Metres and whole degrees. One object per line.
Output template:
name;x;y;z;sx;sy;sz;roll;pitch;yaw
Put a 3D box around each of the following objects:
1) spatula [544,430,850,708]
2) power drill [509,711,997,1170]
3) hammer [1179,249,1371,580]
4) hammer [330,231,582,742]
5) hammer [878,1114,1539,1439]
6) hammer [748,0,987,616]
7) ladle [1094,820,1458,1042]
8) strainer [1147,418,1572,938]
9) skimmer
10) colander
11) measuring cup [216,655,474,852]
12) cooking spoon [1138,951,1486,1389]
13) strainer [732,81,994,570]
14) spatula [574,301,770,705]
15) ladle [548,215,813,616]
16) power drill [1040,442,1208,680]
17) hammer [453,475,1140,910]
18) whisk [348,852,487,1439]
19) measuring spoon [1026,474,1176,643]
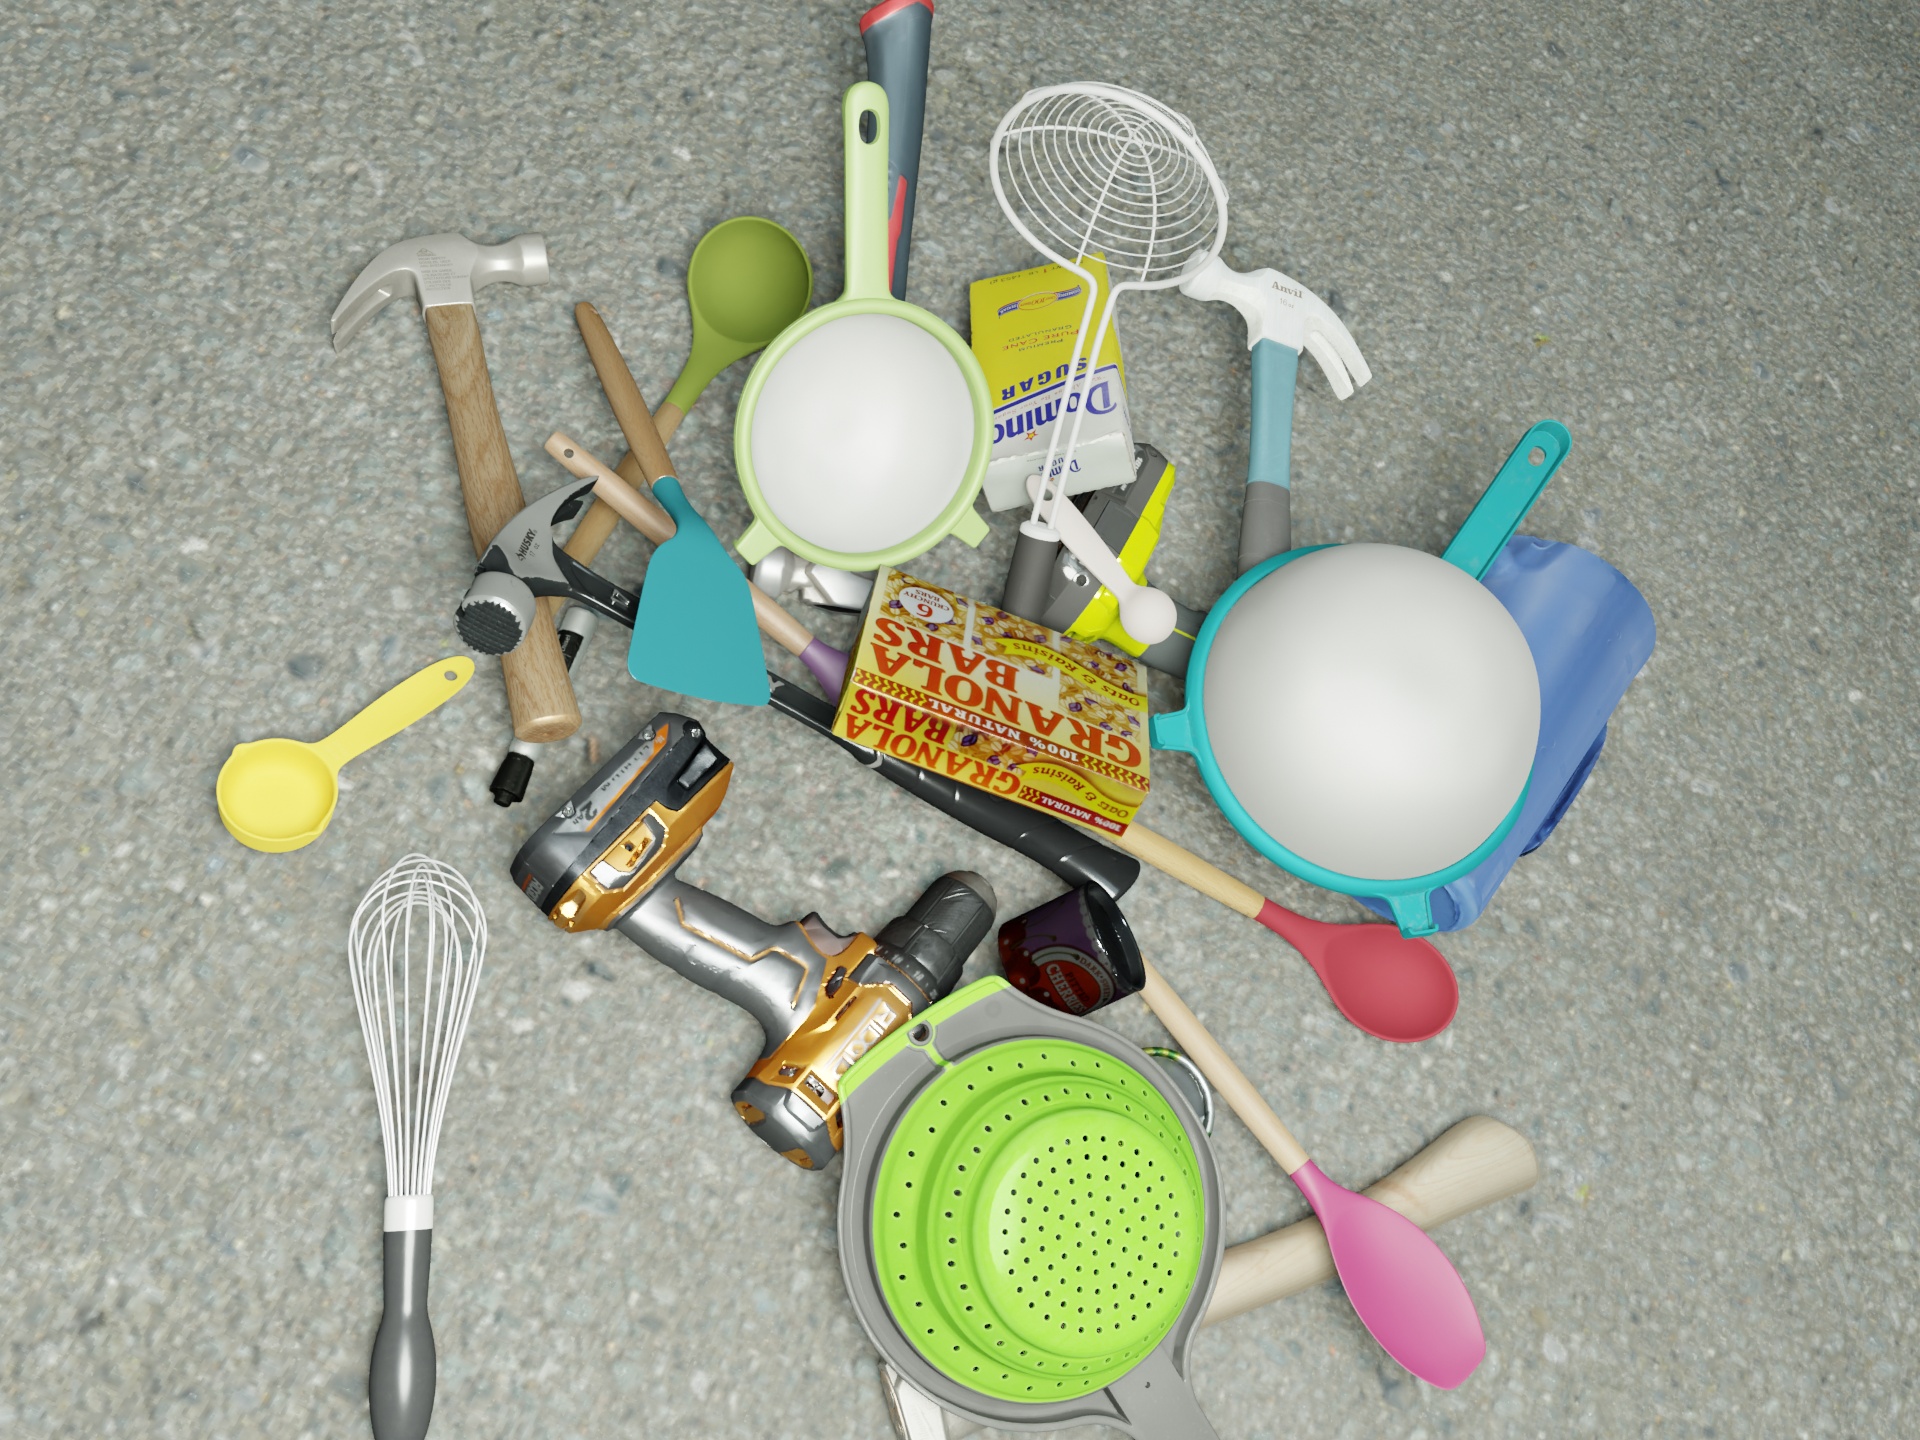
spatula;-0.107;-0.061;0.915;0.315;0.018;0.060;39;85;-10
power drill;-0.100;0.098;0.851;0.226;0.084;0.185;44;62;-3
hammer;0.185;-0.129;0.970;0.128;0.033;0.331;14;69;-18
hammer;-0.268;-0.138;0.894;0.130;0.031;0.332;-11;67;-19
hammer;0.155;0.316;0.872;0.410;0.038;0.146;-13;76;-22
hammer;-0.036;-0.254;0.973;0.143;0.038;0.386;8;83;-15
ladle;0.157;0.101;0.959;0.315;0.031;0.069;29;74;-3
strainer;0.274;-0.062;0.891;0.211;0.095;0.340;37;71;2
skimmer;0.047;-0.152;0.858;0.127;0.363;0.090;20;26;13
colander;0.092;0.313;0.771;0.204;0.094;0.397;-32;89;-19
measuring cup;-0.322;0.014;0.846;0.062;0.029;0.156;45;52;3
cooking spoon;0.172;0.228;0.888;0.069;0.017;0.319;-28;69;-32
strainer;-0.061;-0.214;0.877;0.151;0.069;0.256;-7;111;-22
spatula;-0.175;-0.135;0.871;0.082;0.044;0.318;12;36;-39
ladle;-0.182;-0.170;0.938;0.078;0.062;0.320;28;67;-2
power drill;0.161;-0.066;0.999;0.223;0.080;0.171;34;64;-7
hammer;-0.068;0.000;0.872;0.408;0.036;0.149;30;32;-19
whisk;-0.266;0.206;0.773;0.070;0.070;0.285;1;75;-17
measuring spoon;0.082;-0.097;0.924;0.034;0.018;0.124;-41;90;-21
